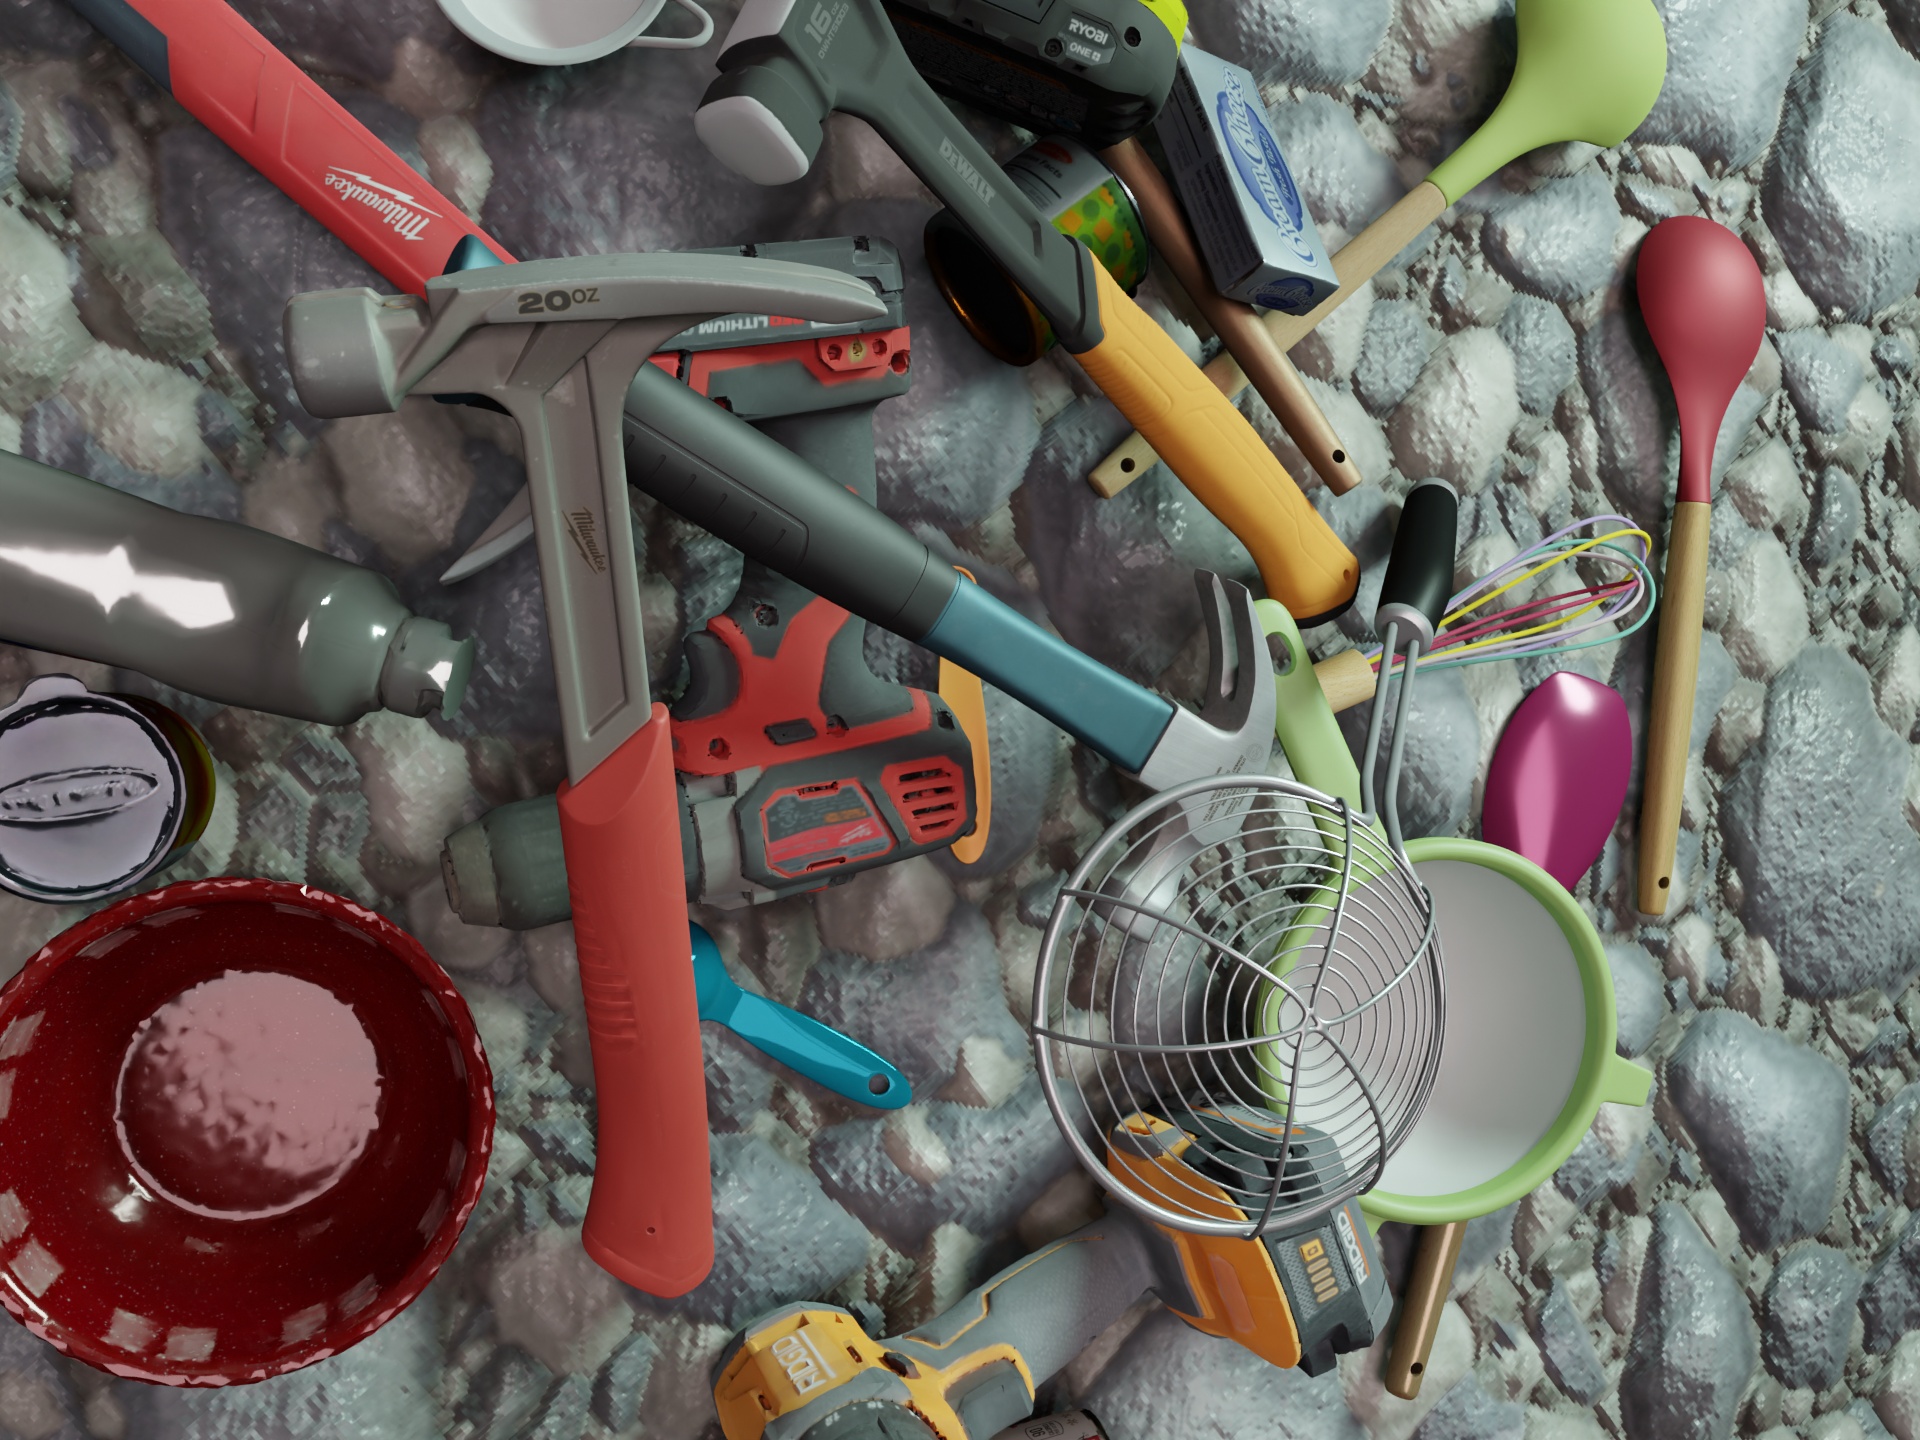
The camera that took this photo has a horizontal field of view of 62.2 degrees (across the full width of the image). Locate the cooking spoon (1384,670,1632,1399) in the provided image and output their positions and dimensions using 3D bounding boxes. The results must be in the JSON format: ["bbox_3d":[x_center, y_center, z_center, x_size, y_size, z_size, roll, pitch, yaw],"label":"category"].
[{"bbox_3d":[0.232,0.133,0.685,0.068,0.017,0.319,19,85,-14],"label":"cooking spoon"}]

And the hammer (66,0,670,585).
[{"bbox_3d":[-0.267,-0.215,0.526,0.386,0.038,0.143,41,81,-13],"label":"hammer"}]

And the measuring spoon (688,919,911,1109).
[{"bbox_3d":[-0.071,0.115,0.593,0.128,0.021,0.042,31,82,-13],"label":"measuring spoon"}]

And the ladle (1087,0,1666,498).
[{"bbox_3d":[0.171,-0.199,0.661,0.320,0.062,0.078,-41,103,-5],"label":"ladle"}]

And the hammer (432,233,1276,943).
[{"bbox_3d":[-0.020,-0.042,0.512,0.330,0.033,0.128,30,92,-30],"label":"hammer"}]

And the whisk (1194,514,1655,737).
[{"bbox_3d":[0.186,-0.024,0.662,0.245,0.047,0.051,-22,84,-11],"label":"whisk"}]

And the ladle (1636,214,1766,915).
[{"bbox_3d":[0.322,-0.070,0.708,0.069,0.031,0.315,5,91,-17],"label":"ladle"}]

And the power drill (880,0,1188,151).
[{"bbox_3d":[0.039,-0.337,0.564,0.171,0.080,0.223,22,92,-1],"label":"power drill"}]

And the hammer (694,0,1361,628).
[{"bbox_3d":[0.054,-0.139,0.553,0.336,0.034,0.127,39,64,-40],"label":"hammer"}]

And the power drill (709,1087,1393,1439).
[{"bbox_3d":[0.035,0.217,0.544,0.226,0.185,0.084,-22,95,-18],"label":"power drill"}]

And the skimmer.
[{"bbox_3d":[0.123,0.012,0.548,0.127,0.090,0.363,45,36,-9],"label":"skimmer"}]

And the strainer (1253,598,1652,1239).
[{"bbox_3d":[0.158,0.072,0.638,0.151,0.069,0.256,-25,94,-9],"label":"strainer"}]

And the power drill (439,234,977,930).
[{"bbox_3d":[-0.092,-0.041,0.538,0.188,0.080,0.226,-12,108,-22],"label":"power drill"}]

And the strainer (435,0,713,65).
[{"bbox_3d":[-0.199,-0.298,0.546,0.258,0.050,0.087,32,76,-8],"label":"strainer"}]

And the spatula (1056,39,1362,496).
[{"bbox_3d":[0.061,-0.218,0.618,0.060,0.018,0.316,-36,92,-12],"label":"spatula"}]

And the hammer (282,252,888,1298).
[{"bbox_3d":[-0.094,0.040,0.491,0.149,0.037,0.358,-6,121,-11],"label":"hammer"}]

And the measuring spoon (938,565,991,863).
[{"bbox_3d":[-0.001,-0.002,0.622,0.021,0.011,0.117,-5,95,-16],"label":"measuring spoon"}]
